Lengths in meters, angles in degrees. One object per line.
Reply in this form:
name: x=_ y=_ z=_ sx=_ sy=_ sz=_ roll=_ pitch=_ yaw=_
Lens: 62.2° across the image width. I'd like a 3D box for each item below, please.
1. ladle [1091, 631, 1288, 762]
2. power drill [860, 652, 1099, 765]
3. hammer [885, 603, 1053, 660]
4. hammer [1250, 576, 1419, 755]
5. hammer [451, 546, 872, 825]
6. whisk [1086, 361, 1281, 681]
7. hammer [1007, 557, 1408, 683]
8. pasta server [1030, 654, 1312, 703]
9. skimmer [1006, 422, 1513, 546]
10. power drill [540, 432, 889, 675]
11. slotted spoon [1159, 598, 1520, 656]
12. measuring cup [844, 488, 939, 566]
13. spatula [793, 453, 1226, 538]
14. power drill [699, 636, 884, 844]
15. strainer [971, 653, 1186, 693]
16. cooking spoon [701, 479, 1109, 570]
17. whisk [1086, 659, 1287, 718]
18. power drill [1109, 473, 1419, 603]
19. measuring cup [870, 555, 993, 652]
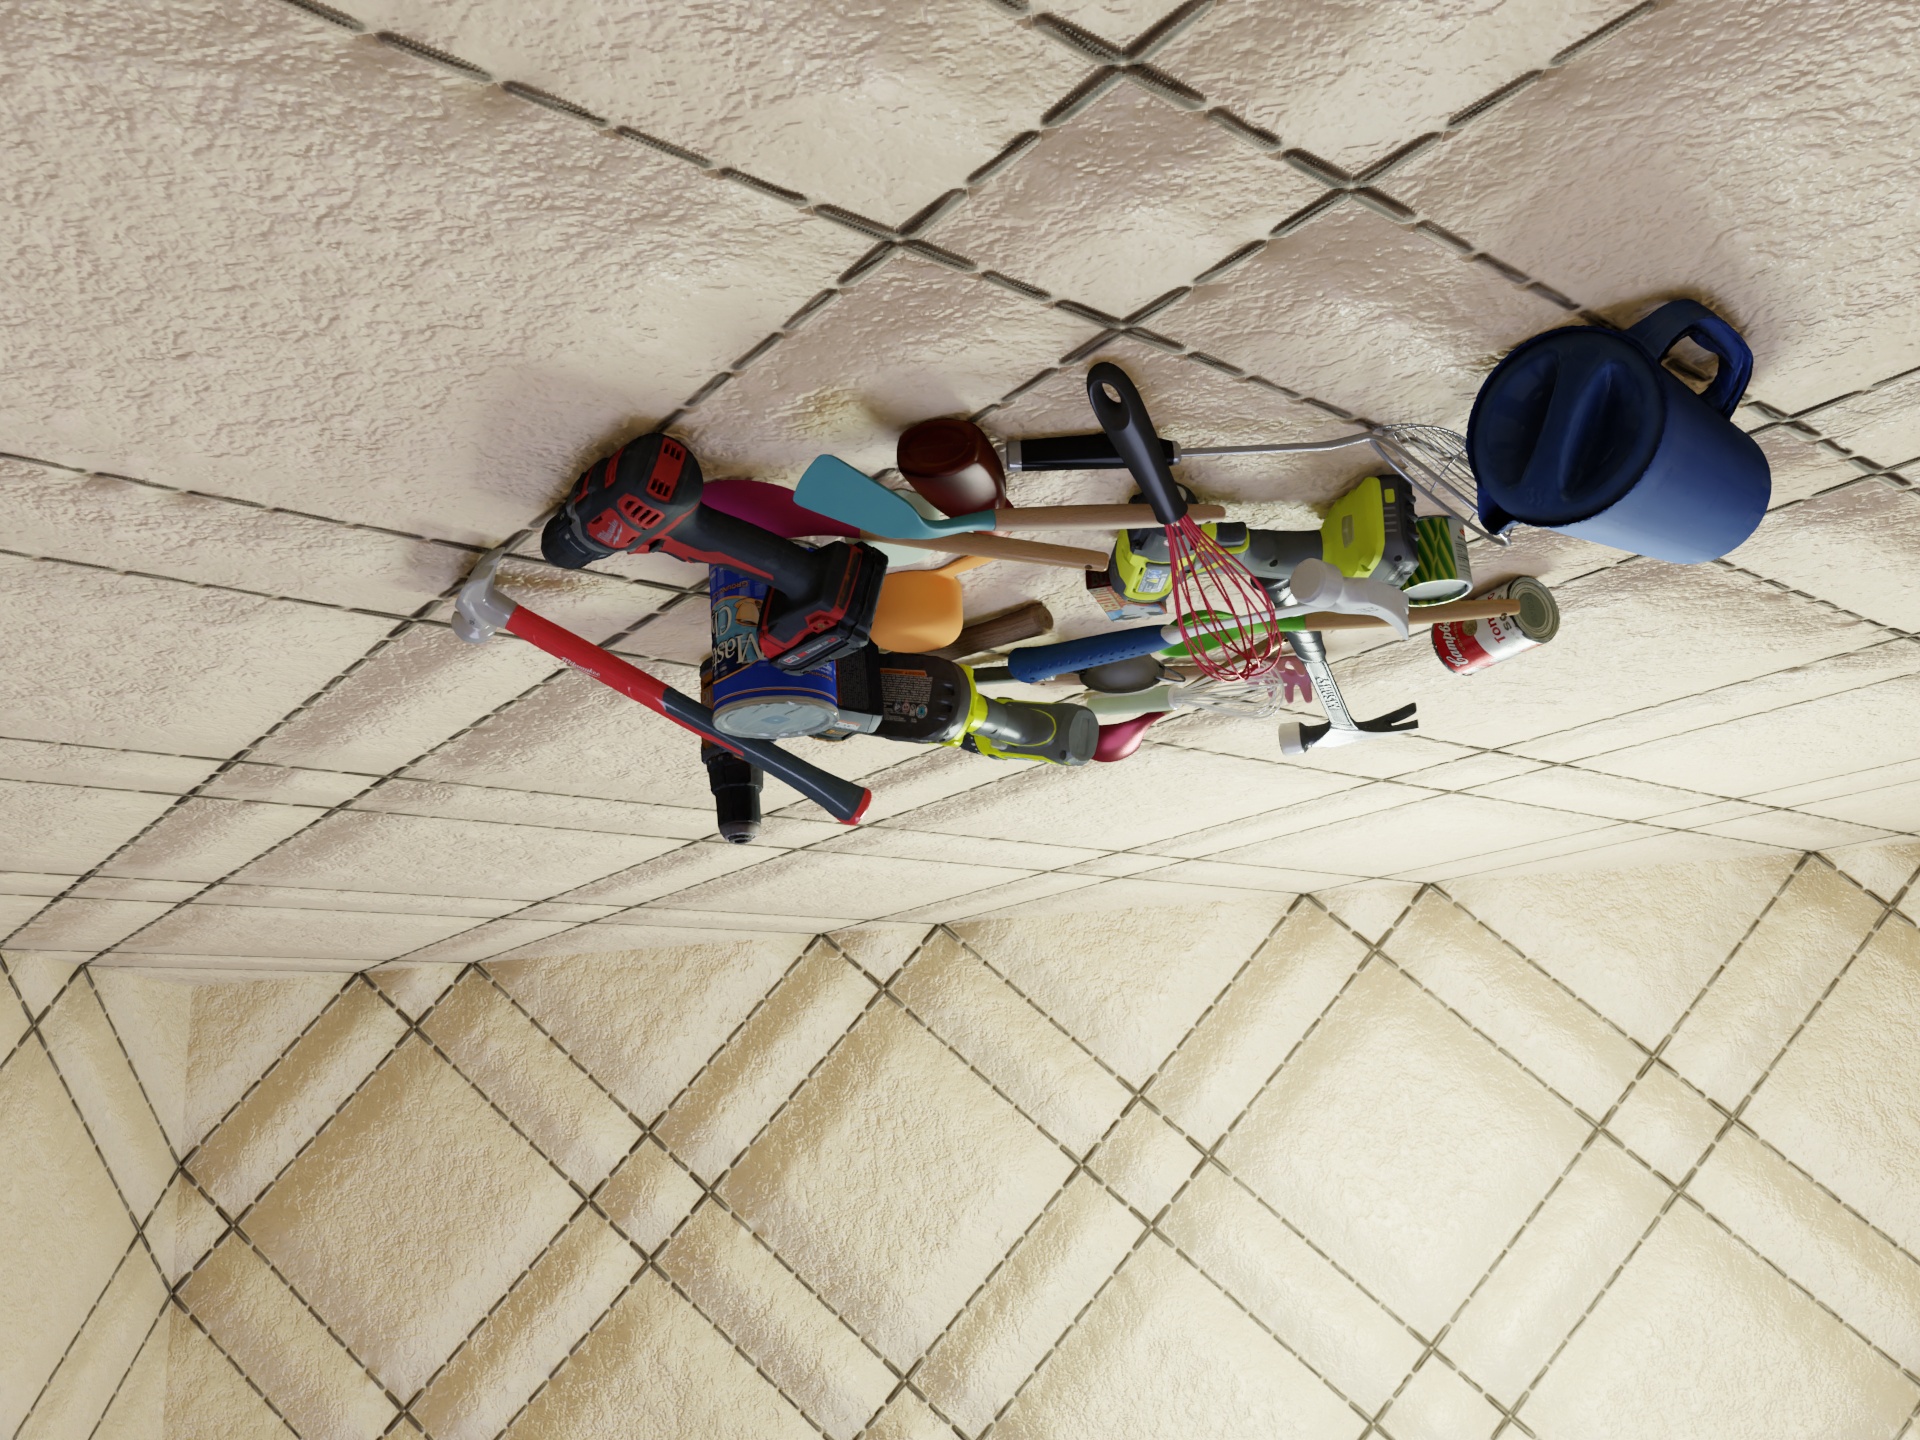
ladle: x=0.232 y=-0.024 z=1.660 sx=0.069 sy=0.031 sz=0.315 roll=27 pitch=139 yaw=-28
power drill: x=-0.002 y=-0.005 z=1.537 sx=0.191 sy=0.080 sz=0.228 roll=5 pitch=173 yaw=40
hammer: x=-0.053 y=-0.058 z=1.562 sx=0.331 sy=0.031 sz=0.130 roll=-15 pitch=160 yaw=33
hammer: x=0.351 y=-0.058 z=1.555 sx=0.149 sy=0.036 sz=0.408 roll=-9 pitch=155 yaw=19
hammer: x=-0.241 y=-0.019 z=1.343 sx=0.386 sy=0.038 sz=0.143 roll=30 pitch=154 yaw=-14
whisk: x=0.155 y=-0.131 z=1.118 sx=0.073 sy=0.073 sz=0.295 roll=-12 pitch=131 yaw=27
hammer: x=0.191 y=-0.072 z=1.345 sx=0.144 sy=0.035 sz=0.405 roll=10 pitch=167 yaw=-37
pasta server: x=0.230 y=-0.043 z=1.675 sx=0.316 sy=0.040 sz=0.060 roll=-2 pitch=152 yaw=-3
skimmer: x=0.215 y=-0.165 z=1.147 sx=0.363 sy=0.090 sz=0.127 roll=-2 pitch=-165 yaw=0
power drill: x=-0.189 y=-0.117 z=1.176 sx=0.226 sy=0.080 sz=0.188 roll=27 pitch=153 yaw=-29
slotted spoon: x=0.331 y=-0.088 z=1.409 sx=0.314 sy=0.031 sz=0.070 roll=-4 pitch=156 yaw=11
measuring cup: x=-0.097 y=-0.146 z=1.228 sx=0.167 sy=0.038 sz=0.083 roll=-1 pitch=164 yaw=-15
spatula: x=0.045 y=-0.152 z=1.115 sx=0.317 sy=0.044 sz=0.082 roll=-4 pitch=165 yaw=-21
power drill: x=-0.168 y=0.003 z=1.479 sx=0.084 sy=0.185 sz=0.226 roll=10 pitch=156 yaw=-39
strainer: x=0.097 y=-0.051 z=1.608 sx=0.258 sy=0.050 sz=0.087 roll=-4 pitch=-152 yaw=19
cooking spoon: x=-0.048 y=-0.139 z=1.182 sx=0.319 sy=0.017 sz=0.068 roll=8 pitch=148 yaw=5
whisk: x=0.223 y=-0.025 z=1.603 sx=0.246 sy=0.059 sz=0.058 roll=-5 pitch=-172 yaw=45
power drill: x=0.239 y=-0.144 z=1.260 sx=0.223 sy=0.080 sz=0.171 roll=0 pitch=165 yaw=-2
measuring cup: x=-0.015 y=-0.103 z=1.374 sx=0.095 sy=0.052 sz=0.173 roll=9 pitch=162 yaw=-38
